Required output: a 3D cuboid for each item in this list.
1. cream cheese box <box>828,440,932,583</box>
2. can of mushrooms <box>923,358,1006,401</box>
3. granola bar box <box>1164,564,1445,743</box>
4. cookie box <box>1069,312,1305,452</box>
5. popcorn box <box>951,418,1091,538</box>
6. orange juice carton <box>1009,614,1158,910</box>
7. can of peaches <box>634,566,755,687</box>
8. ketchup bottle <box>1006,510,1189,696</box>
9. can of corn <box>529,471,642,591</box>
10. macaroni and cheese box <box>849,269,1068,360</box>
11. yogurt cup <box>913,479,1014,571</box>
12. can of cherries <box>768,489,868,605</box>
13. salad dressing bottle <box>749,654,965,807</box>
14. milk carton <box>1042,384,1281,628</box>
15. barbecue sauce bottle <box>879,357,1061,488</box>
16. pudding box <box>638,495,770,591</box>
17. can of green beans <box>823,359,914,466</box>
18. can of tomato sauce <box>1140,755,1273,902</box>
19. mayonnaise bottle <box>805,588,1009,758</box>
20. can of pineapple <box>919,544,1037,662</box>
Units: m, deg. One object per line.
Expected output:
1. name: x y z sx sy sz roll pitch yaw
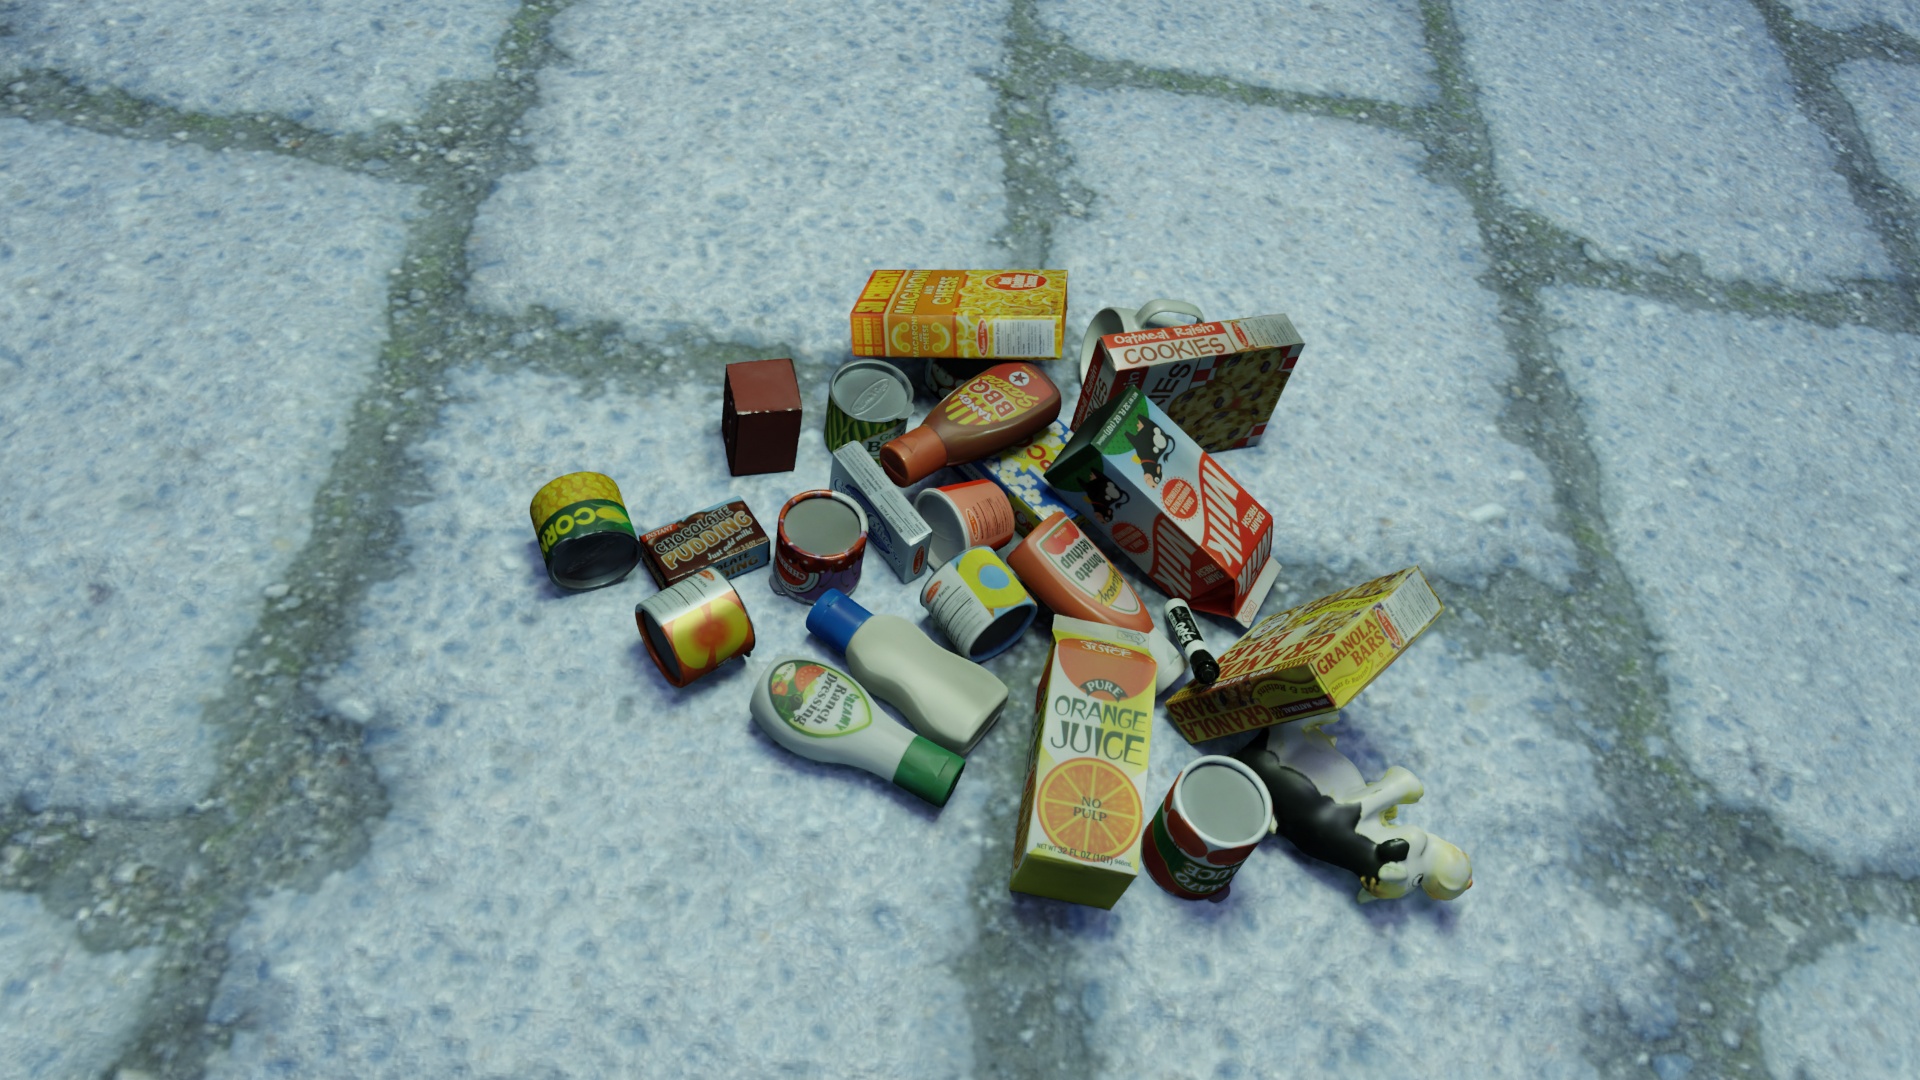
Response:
1. cream cheese box: -0.061 -0.022 1.048 0.024 0.053 0.104 -28 63 -26
2. can of mushrooms: 0.006 -0.145 1.167 0.071 0.033 0.071 6 52 -7
3. granola bar box: 0.235 0.082 0.959 0.125 0.165 0.039 -34 91 -30
4. cookie box: 0.179 -0.120 1.125 0.168 0.122 0.040 -10 55 -18
5. popcorn box: 0.056 -0.058 1.108 0.085 0.038 0.127 -32 65 -31
6. orange juice carton: 0.085 0.139 0.932 0.072 0.072 0.193 12 58 -2
7. can of peaches: -0.182 0.062 0.954 0.058 0.071 0.071 -28 63 -28
8. ketchup bottle: 0.103 0.049 1.016 0.149 0.043 0.065 47 42 5
9. can of corn: -0.268 -0.008 0.985 0.071 0.070 0.058 -15 57 -21
10. macaroni and cheese box: 0.002 -0.186 1.137 0.166 0.040 0.124 1 28 6
11. yogurt cup: 0.004 -0.013 1.049 0.054 0.072 0.072 -20 60 -33
12. can of cherries: -0.104 0.006 1.015 0.071 0.058 0.072 6 52 -7
13. salad dressing bottle: -0.069 0.130 0.937 0.148 0.043 0.064 27 54 9
14. milk carton: 0.164 -0.020 1.055 0.190 0.073 0.073 42 58 -8
15. barbecue sauce bottle: 0.006 -0.088 1.067 0.149 0.043 0.065 -32 59 -29
16. pudding box: -0.187 0.005 1.017 0.084 0.030 0.050 -23 60 -26
17. can of green beans: -0.074 -0.100 1.101 0.071 0.057 0.071 6 52 -7
18. can of tomato sauce: 0.162 0.191 0.912 0.071 0.082 0.071 5 52 -7
19. mayonnaise bottle: -0.041 0.088 0.977 0.148 0.041 0.065 34 54 16
20. can of pineapple: 0.015 0.046 1.004 0.071 0.070 0.058 -26 63 -27
